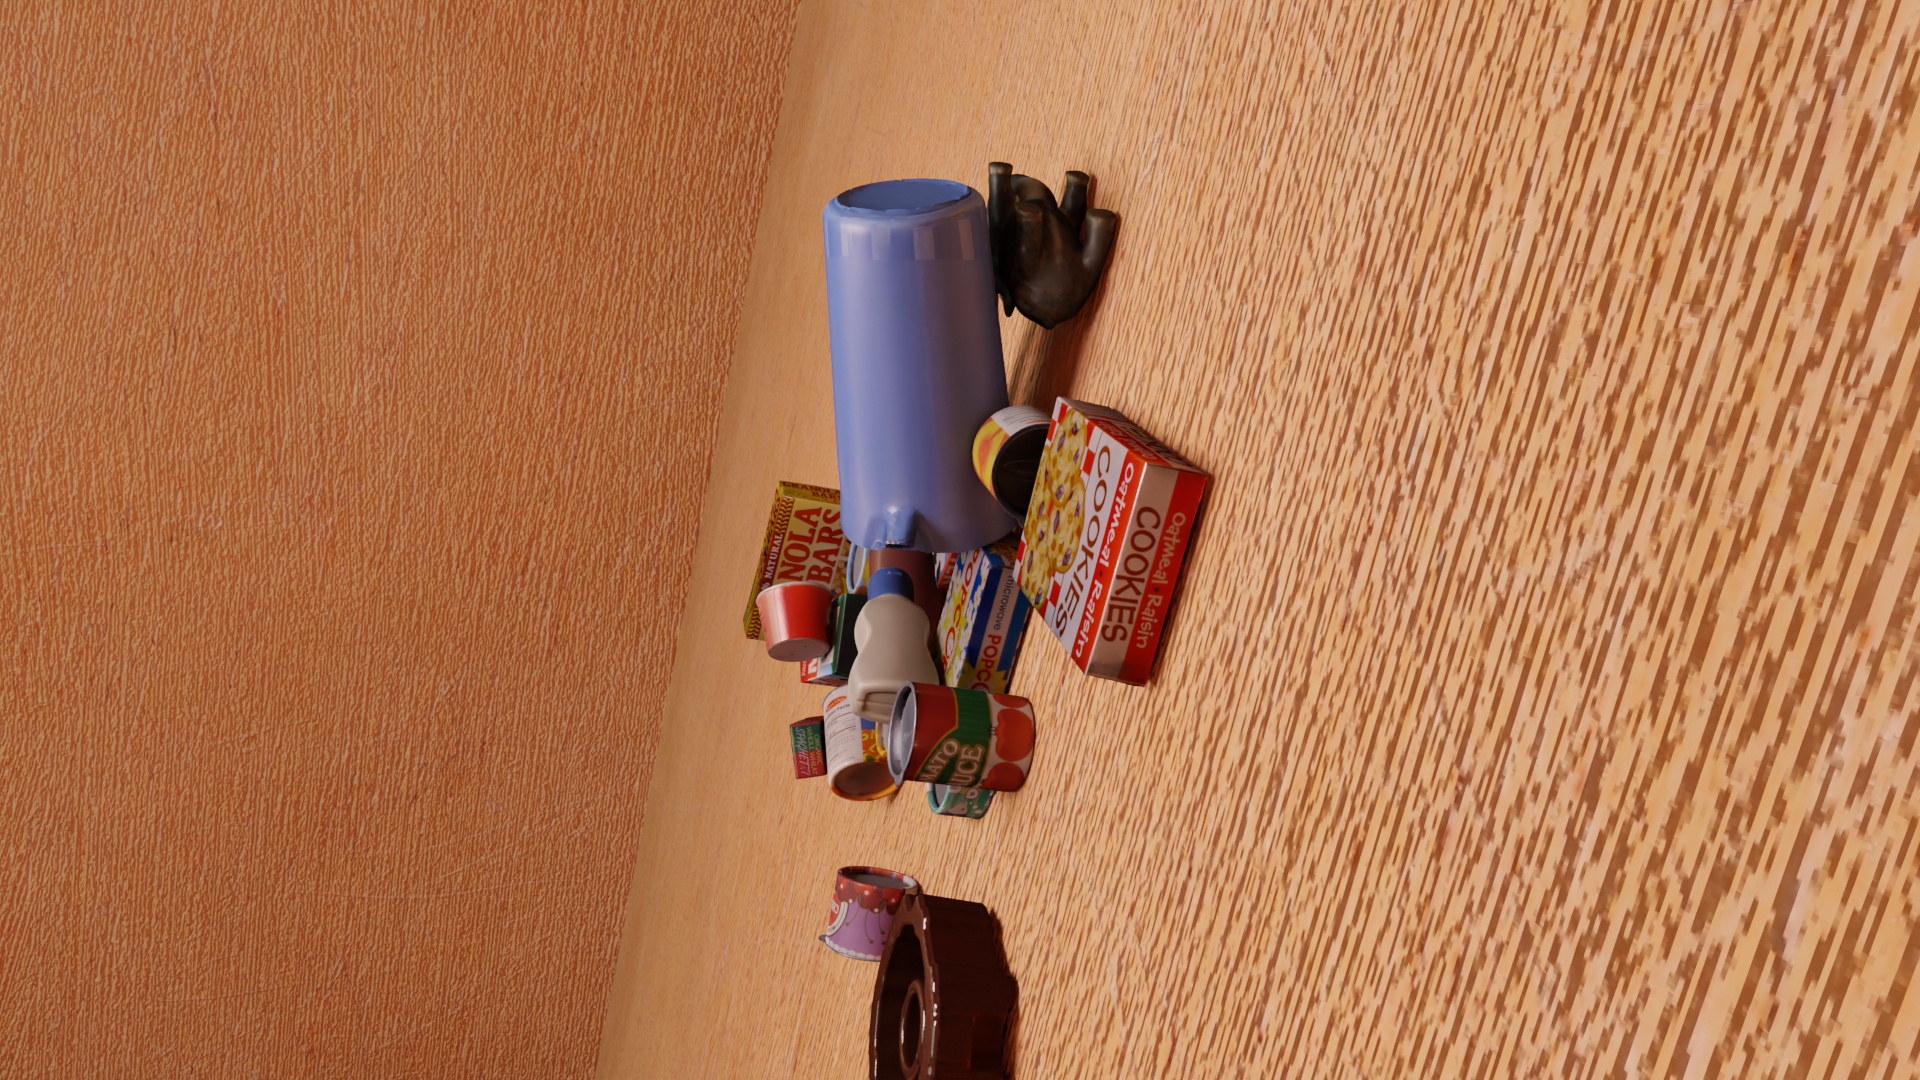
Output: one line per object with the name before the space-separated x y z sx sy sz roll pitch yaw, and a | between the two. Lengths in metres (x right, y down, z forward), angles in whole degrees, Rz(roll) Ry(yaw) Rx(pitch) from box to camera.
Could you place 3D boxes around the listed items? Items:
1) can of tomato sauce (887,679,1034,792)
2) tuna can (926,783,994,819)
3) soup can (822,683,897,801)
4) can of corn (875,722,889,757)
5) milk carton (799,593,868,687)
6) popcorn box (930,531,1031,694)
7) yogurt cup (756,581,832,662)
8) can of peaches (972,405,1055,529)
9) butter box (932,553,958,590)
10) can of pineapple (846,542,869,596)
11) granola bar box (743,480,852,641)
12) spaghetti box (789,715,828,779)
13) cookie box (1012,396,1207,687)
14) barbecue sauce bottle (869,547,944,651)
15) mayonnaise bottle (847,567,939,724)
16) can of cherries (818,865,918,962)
can of tomato sauce | 0.000 0.133 0.928 0.071 0.083 0.071 -169 89 -74
tuna can | 0.001 0.166 0.996 0.071 0.033 0.071 -169 89 -74
soup can | -0.083 0.177 1.217 0.084 0.071 0.071 -100 25 -43
can of corn | -0.029 0.139 1.066 0.071 0.058 0.071 -169 89 -74
milk carton | -0.101 0.100 1.307 0.190 0.072 0.073 154 124 -69
popcorn box | 0.014 0.060 0.999 0.085 0.038 0.126 -119 42 -65
yogurt cup | -0.145 0.073 1.231 0.072 0.072 0.054 126 141 -56
can of peaches | 0.045 -0.049 0.911 0.058 0.071 0.071 -125 47 -68
butter box | 0.004 -0.014 1.102 0.053 0.024 0.103 -99 25 -49
can of pineapple | -0.068 0.023 1.263 0.071 0.058 0.071 -169 89 -73
granola bar box | -0.137 0.028 1.373 0.039 0.124 0.164 -111 34 -58
spaghetti box | -0.140 0.196 1.335 0.249 0.029 0.050 117 146 -83
cookie box | 0.082 -0.005 0.810 0.168 0.040 0.122 -125 47 -69
barbecue sauce bottle | -0.045 0.060 1.165 0.043 0.065 0.148 -176 87 -68
mayonnaise bottle | -0.051 0.076 1.037 0.149 0.065 0.041 -96 18 -57
can of cherries | -0.073 0.294 1.099 0.071 0.071 0.058 -168 88 -74
